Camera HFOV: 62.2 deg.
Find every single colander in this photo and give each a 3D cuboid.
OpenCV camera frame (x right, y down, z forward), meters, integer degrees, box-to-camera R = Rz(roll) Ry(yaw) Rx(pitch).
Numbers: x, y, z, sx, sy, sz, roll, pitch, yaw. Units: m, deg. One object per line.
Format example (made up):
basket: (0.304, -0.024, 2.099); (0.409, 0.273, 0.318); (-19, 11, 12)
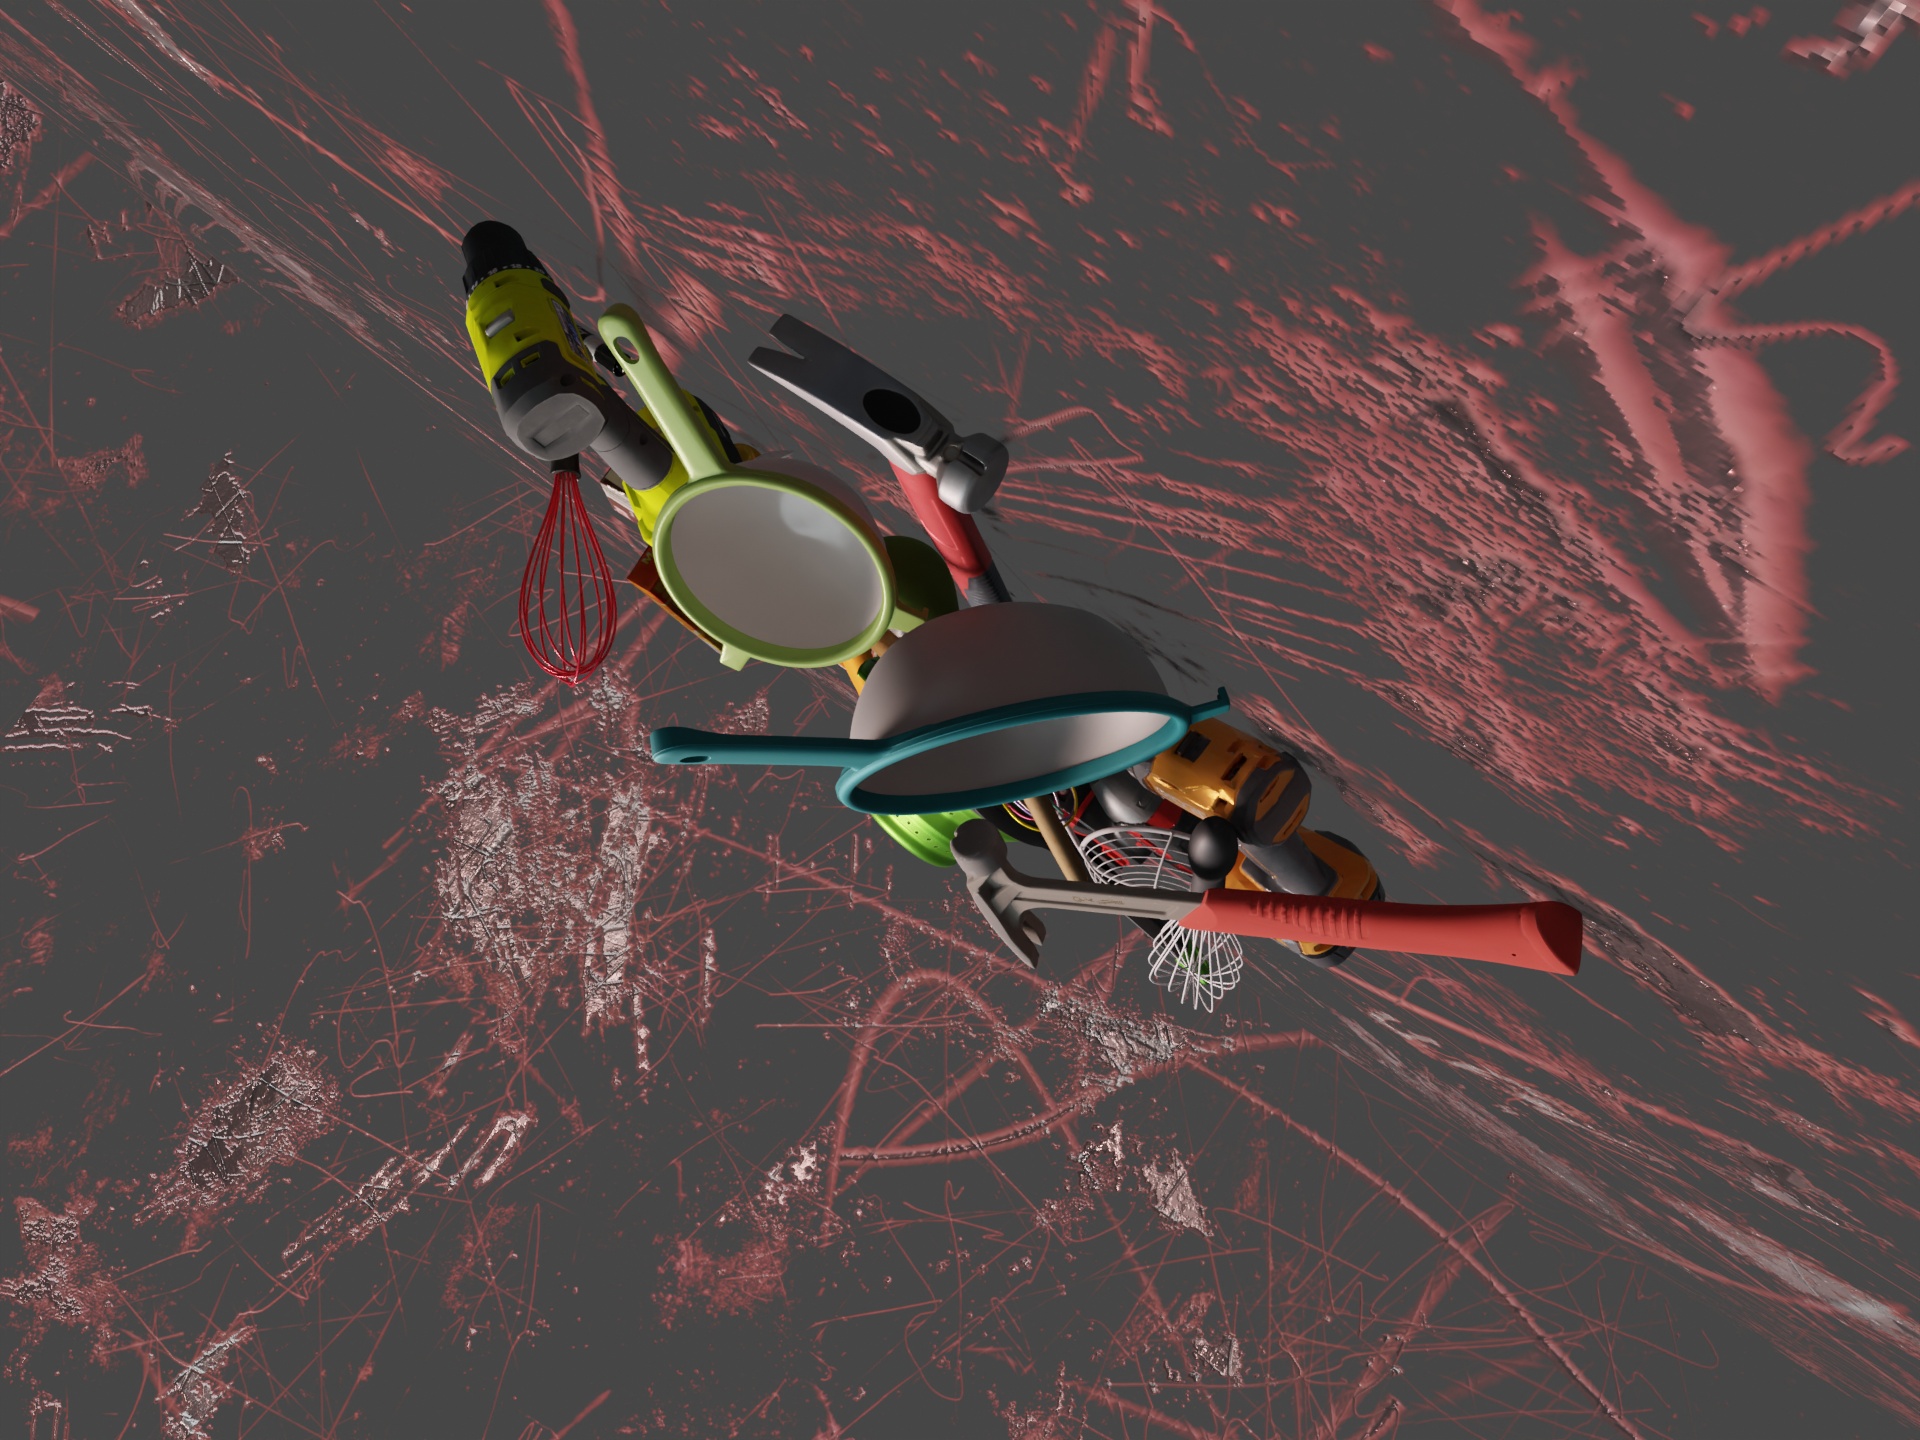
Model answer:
colander: (0.041, 0.111, 1.352); (0.397, 0.094, 0.204); (42, -168, 0)

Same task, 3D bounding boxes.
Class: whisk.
whisk: (0.162, 0.127, 1.051); (0.070, 0.070, 0.284); (33, 160, 20)
whisk: (-0.299, -0.167, 1.202); (0.073, 0.296, 0.073); (-5, 164, -2)
whisk: (-0.003, -0.003, 1.237); (0.245, 0.047, 0.051); (44, -167, 16)

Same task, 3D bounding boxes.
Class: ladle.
ladle: (0.016, 0.007, 1.145); (0.320, 0.062, 0.078); (62, -166, -22)

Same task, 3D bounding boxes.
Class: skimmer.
skimmer: (0.079, 0.031, 1.303); (0.364, 0.090, 0.127); (47, 172, 31)

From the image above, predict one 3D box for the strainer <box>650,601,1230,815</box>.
strainer: (-0.026, -0.017, 0.899); (0.340, 0.095, 0.211); (2, 160, -39)

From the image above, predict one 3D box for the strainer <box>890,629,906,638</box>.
strainer: (-0.084, -0.119, 1.318); (0.258, 0.050, 0.087); (40, 158, -17)

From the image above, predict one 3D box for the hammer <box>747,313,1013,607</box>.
hammer: (-0.011, -0.111, 0.945); (0.143, 0.038, 0.386); (35, 175, 16)

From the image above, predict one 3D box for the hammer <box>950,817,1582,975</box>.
hammer: (0.176, 0.119, 0.942); (0.359, 0.037, 0.149); (2, 146, 27)

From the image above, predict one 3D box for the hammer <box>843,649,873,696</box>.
hammer: (-0.080, -0.031, 1.437); (0.127, 0.034, 0.336); (26, 147, 48)

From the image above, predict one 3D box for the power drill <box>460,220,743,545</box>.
power drill: (-0.241, -0.218, 1.064); (0.228, 0.080, 0.191); (41, -161, -56)

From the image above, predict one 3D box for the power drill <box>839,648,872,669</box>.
power drill: (-0.134, -0.103, 1.521); (0.164, 0.084, 0.226); (35, 179, 45)

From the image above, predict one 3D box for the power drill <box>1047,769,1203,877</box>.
power drill: (0.146, 0.078, 1.420); (0.143, 0.078, 0.220); (36, 172, -9)

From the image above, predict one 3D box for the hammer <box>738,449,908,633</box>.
hammer: (-0.060, -0.094, 1.168); (0.330, 0.033, 0.128); (31, -141, -52)

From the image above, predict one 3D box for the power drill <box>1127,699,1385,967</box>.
power drill: (0.177, 0.062, 1.078); (0.185, 0.084, 0.226); (30, 167, 44)

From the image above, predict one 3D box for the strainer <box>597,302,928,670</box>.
strainer: (-0.127, -0.144, 0.933); (0.151, 0.069, 0.256); (-10, 130, 28)
